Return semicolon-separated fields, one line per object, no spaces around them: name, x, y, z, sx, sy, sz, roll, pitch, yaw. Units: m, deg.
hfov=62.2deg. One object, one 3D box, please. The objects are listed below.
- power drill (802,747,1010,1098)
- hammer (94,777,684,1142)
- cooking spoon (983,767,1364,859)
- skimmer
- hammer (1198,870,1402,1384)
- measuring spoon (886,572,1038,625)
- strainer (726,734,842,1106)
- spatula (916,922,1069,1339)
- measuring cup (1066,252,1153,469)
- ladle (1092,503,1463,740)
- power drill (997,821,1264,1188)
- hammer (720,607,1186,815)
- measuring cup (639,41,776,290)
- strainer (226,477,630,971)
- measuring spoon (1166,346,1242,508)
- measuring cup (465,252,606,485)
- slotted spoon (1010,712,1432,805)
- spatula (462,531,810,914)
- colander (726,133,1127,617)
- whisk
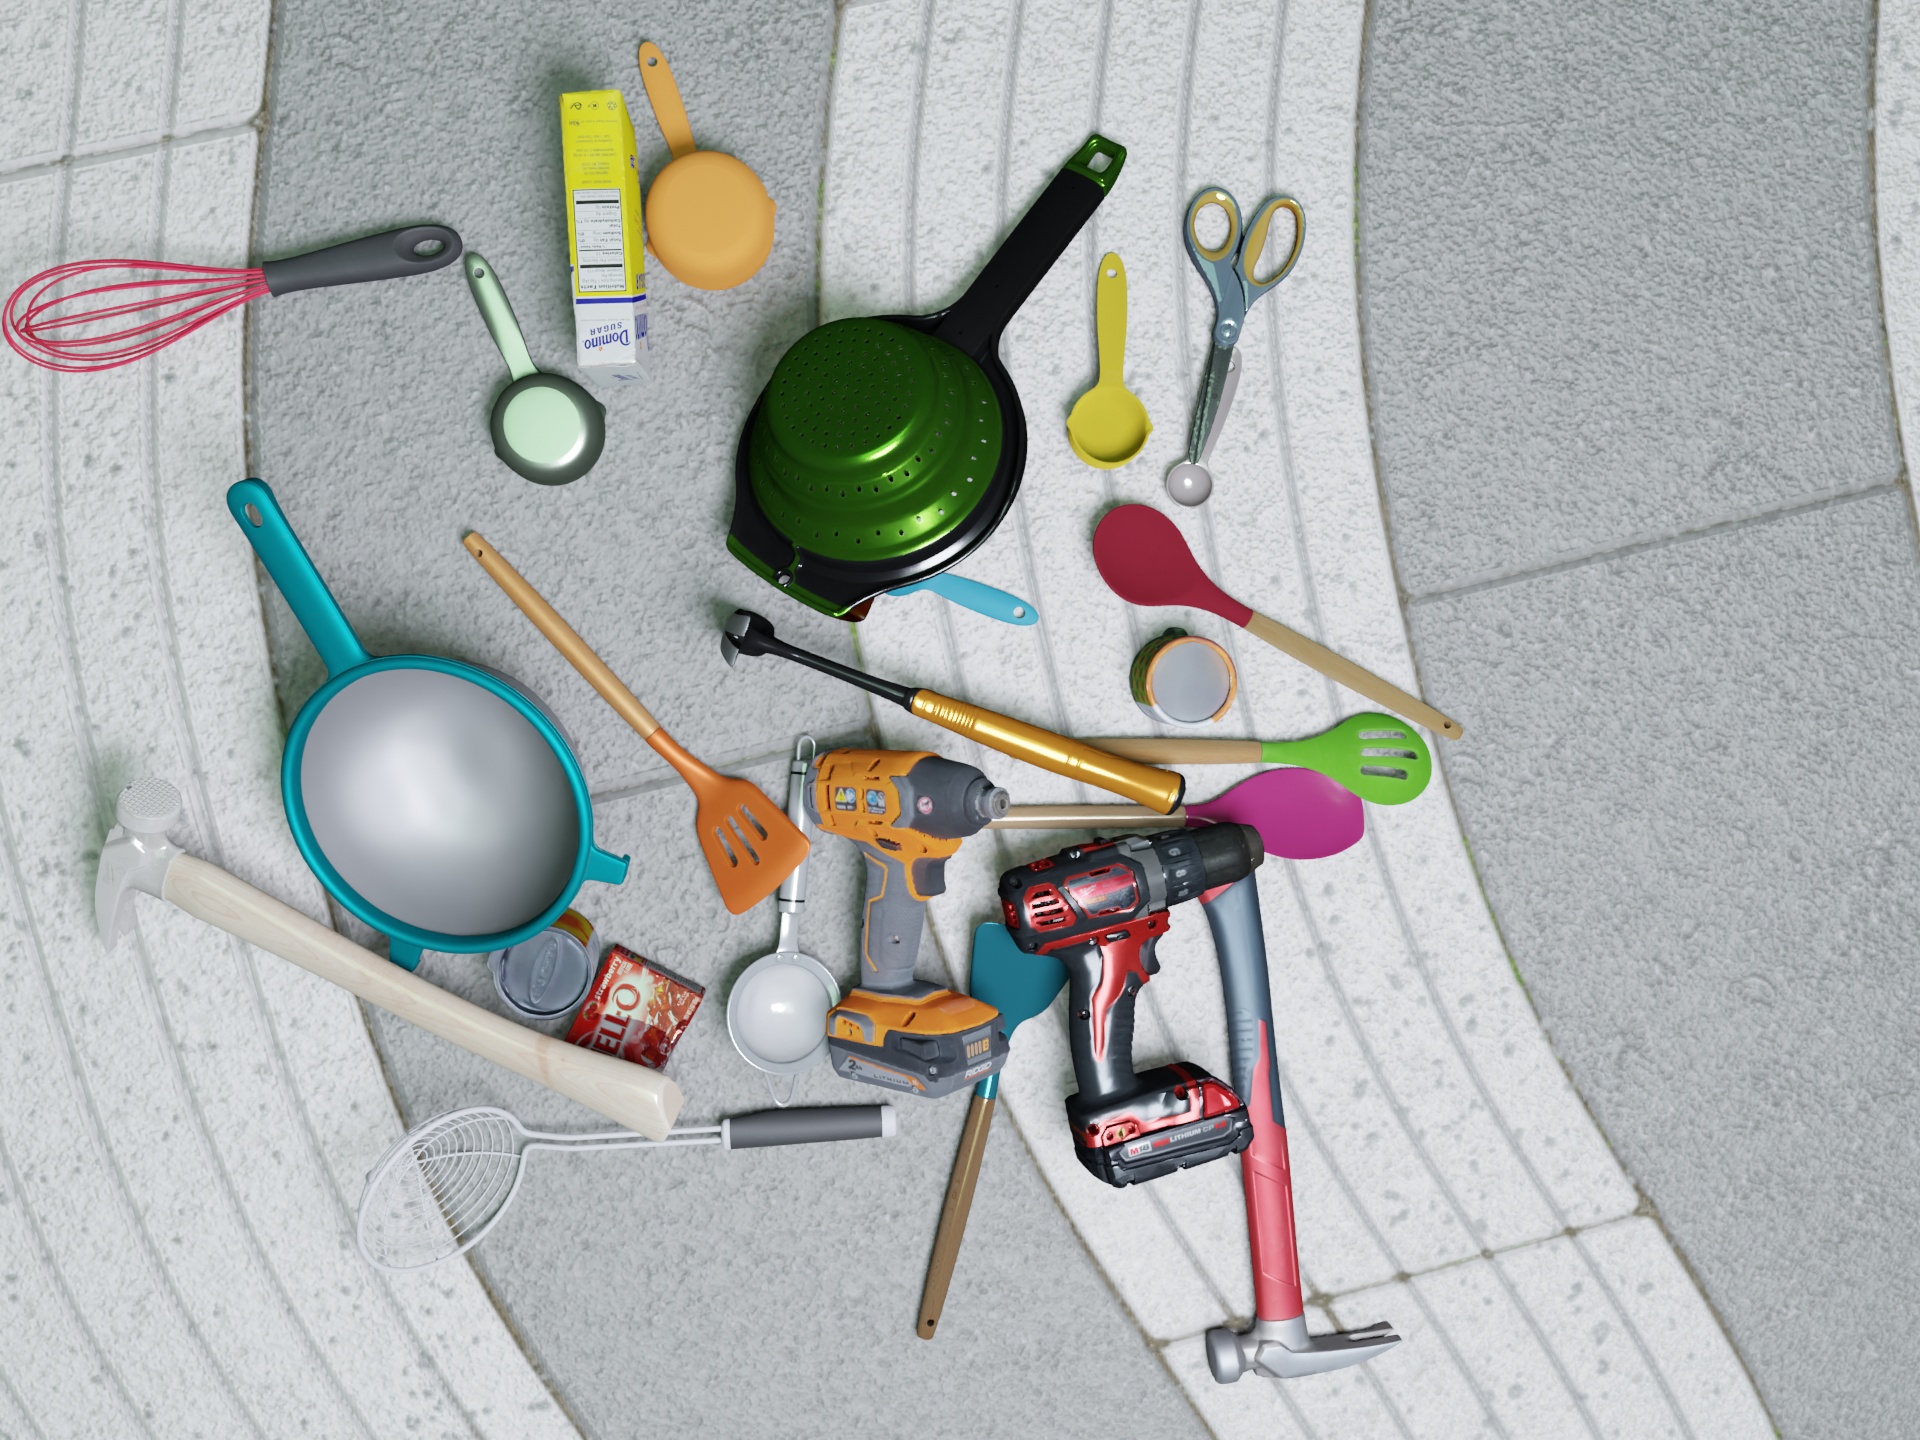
power drill;-0.027;0.132;1.078;0.084;0.164;0.226;-10;98;-47
hammer;-0.380;0.185;1.064;0.410;0.038;0.146;28;125;-4
cooking spoon;0.137;0.069;1.155;0.319;0.017;0.069;0;74;-5
skimmer;-0.223;0.314;1.104;0.363;0.090;0.127;-3;121;-7
hammer;0.235;0.290;1.169;0.143;0.038;0.386;-7;94;-6
measuring spoon;-0.004;-0.094;1.130;0.128;0.021;0.042;20;92;-4
strainer;-0.120;0.139;1.127;0.086;0.050;0.258;7;87;-25
spatula;0.012;0.299;1.146;0.082;0.044;0.317;13;93;-11
measuring cup;0.105;-0.254;1.134;0.062;0.029;0.156;3;82;-5
ladle;0.231;-0.063;1.152;0.315;0.031;0.069;28;82;-8
power drill;0.138;0.186;1.099;0.188;0.080;0.226;-14;93;-11
hammer;-0.002;-0.003;1.086;0.336;0.127;0.034;20;94;-7
measuring cup;-0.185;-0.382;1.080;0.095;0.052;0.173;-20;97;-4
strainer;-0.362;-0.012;1.049;0.211;0.095;0.340;-23;105;17
measuring spoon;0.178;-0.210;1.146;0.034;0.018;0.124;19;85;1
measuring cup;-0.301;-0.242;1.085;0.083;0.038;0.167;-23;98;-3
slotted spoon;0.191;0.025;1.152;0.313;0.031;0.070;1;72;-3
spatula;-0.233;-0.007;1.106;0.081;0.041;0.322;-41;95;15
colander;-0.015;-0.260;1.056;0.205;0.094;0.397;33;80;20
whisk;-0.481;-0.289;1.061;0.296;0.073;0.073;-15;95;-11
